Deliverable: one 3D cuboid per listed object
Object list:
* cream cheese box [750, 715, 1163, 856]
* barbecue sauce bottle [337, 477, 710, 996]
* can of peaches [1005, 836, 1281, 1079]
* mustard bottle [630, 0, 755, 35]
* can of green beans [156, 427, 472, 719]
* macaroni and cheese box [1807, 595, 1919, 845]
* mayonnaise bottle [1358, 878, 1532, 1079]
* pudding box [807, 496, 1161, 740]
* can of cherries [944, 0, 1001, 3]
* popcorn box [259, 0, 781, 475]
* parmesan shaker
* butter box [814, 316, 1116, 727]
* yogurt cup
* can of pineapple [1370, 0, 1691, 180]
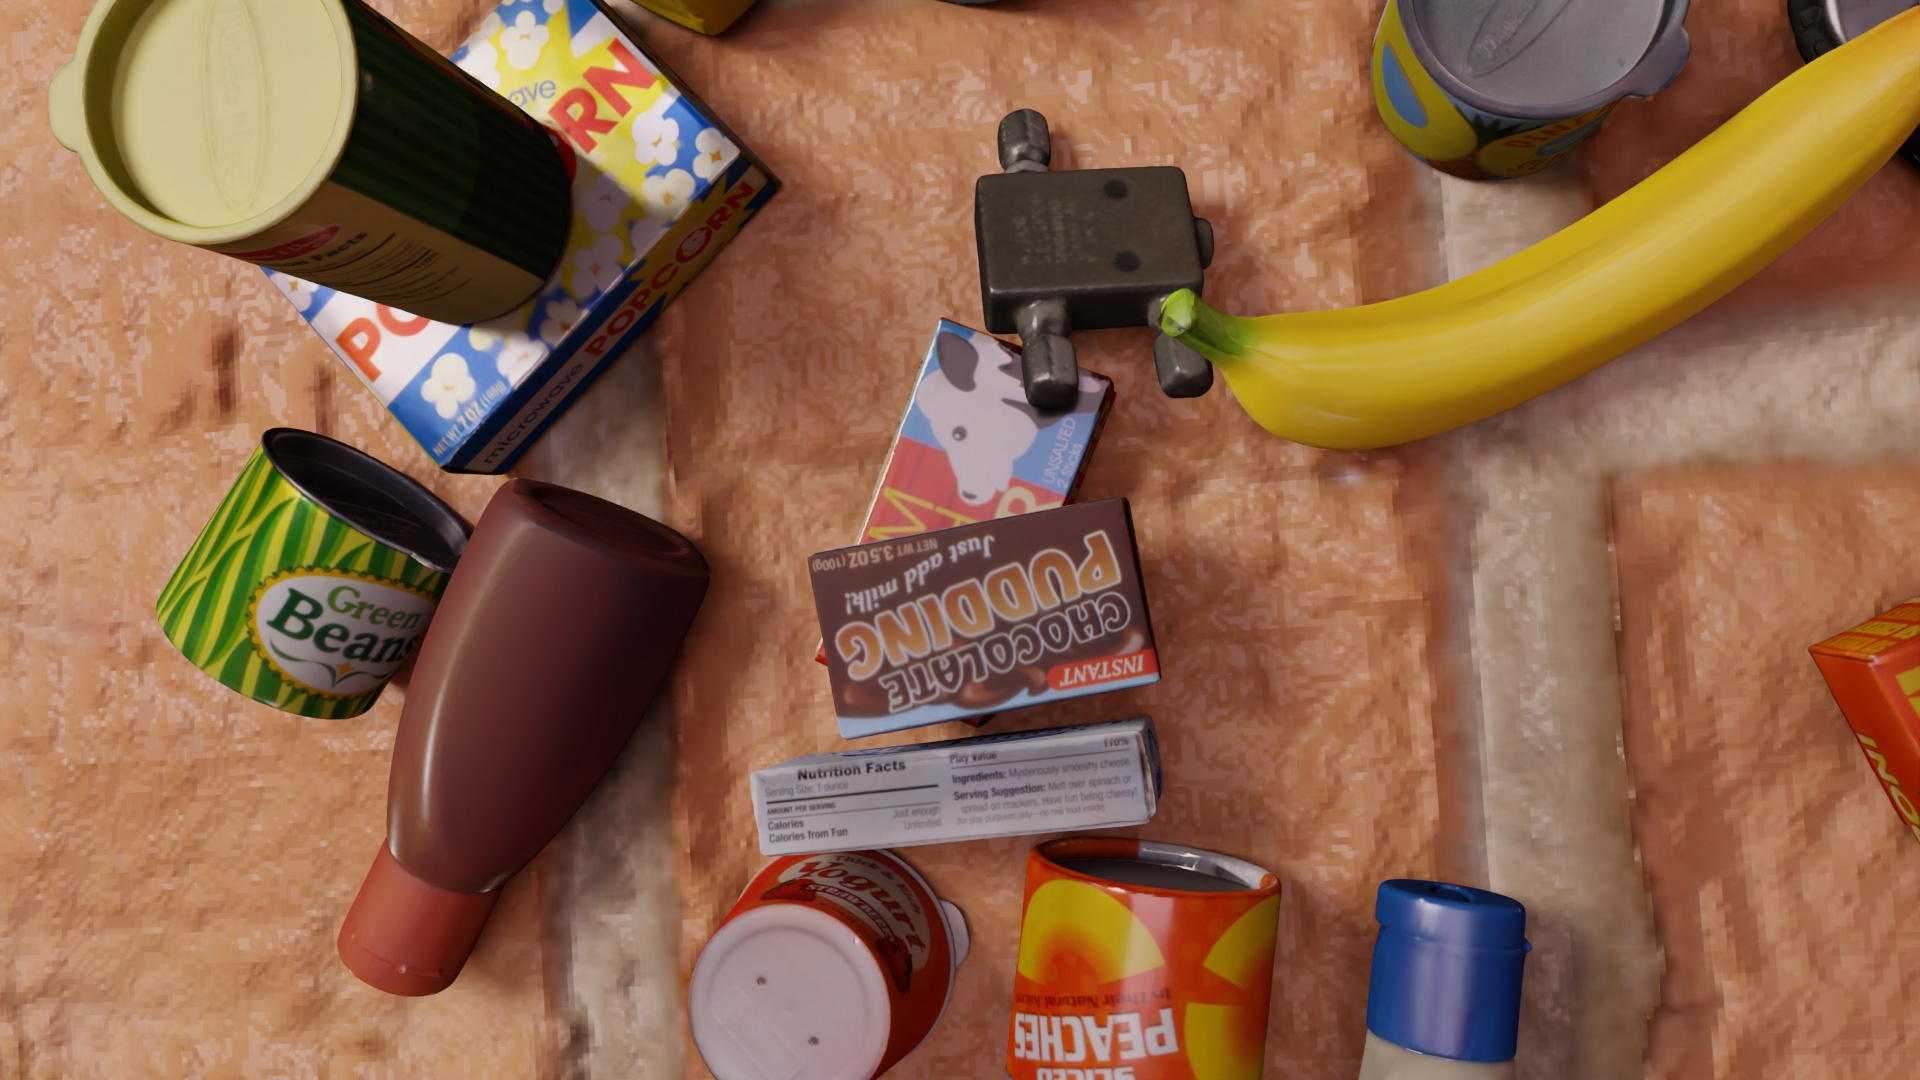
[{"bbox_3d":[0.001,0.066,0.374,0.104,0.053,0.024,-8,86,9],"label":"cream cheese box"},{"bbox_3d":[-0.130,0.059,0.394,0.044,0.065,0.148,41,106,52],"label":"barbecue sauce bottle"},{"bbox_3d":[0.046,0.111,0.356,0.071,0.071,0.058,6,89,9],"label":"can of peaches"},{"bbox_3d":[-0.058,-0.229,0.394,0.065,0.049,0.160,26,93,7],"label":"mustard bottle"},{"bbox_3d":[-0.183,0.010,0.399,0.071,0.071,0.058,36,95,8],"label":"can of green beans"},{"bbox_3d":[0.316,0.044,0.329,0.166,0.040,0.124,-28,84,7],"label":"macaroni and cheese box"},{"bbox_3d":[0.117,0.163,0.349,0.041,0.065,0.148,6,85,13],"label":"mayonnaise bottle"},{"bbox_3d":[0.006,0.020,0.360,0.084,0.030,0.049,-11,88,7],"label":"pudding box"},{"bbox_3d":[-0.003,-0.187,0.377,0.071,0.071,0.058,16,90,9],"label":"can of cherries"},{"bbox_3d":[-0.128,-0.092,0.407,0.126,0.038,0.085,-44,82,6],"label":"popcorn box"},{"bbox_3d":[-0.150,-0.093,0.337,0.071,0.103,0.071,0,89,9],"label":"parmesan shaker"},{"bbox_3d":[0.001,-0.005,0.390,0.053,0.024,0.103,20,91,10],"label":"butter box"},{"bbox_3d":[-0.039,0.120,0.378,0.072,0.054,0.072,0,89,10],"label":"yogurt cup"},{"bbox_3d":[0.142,-0.129,0.354,0.071,0.058,0.071,0,89,10],"label":"can of pineapple"}]
